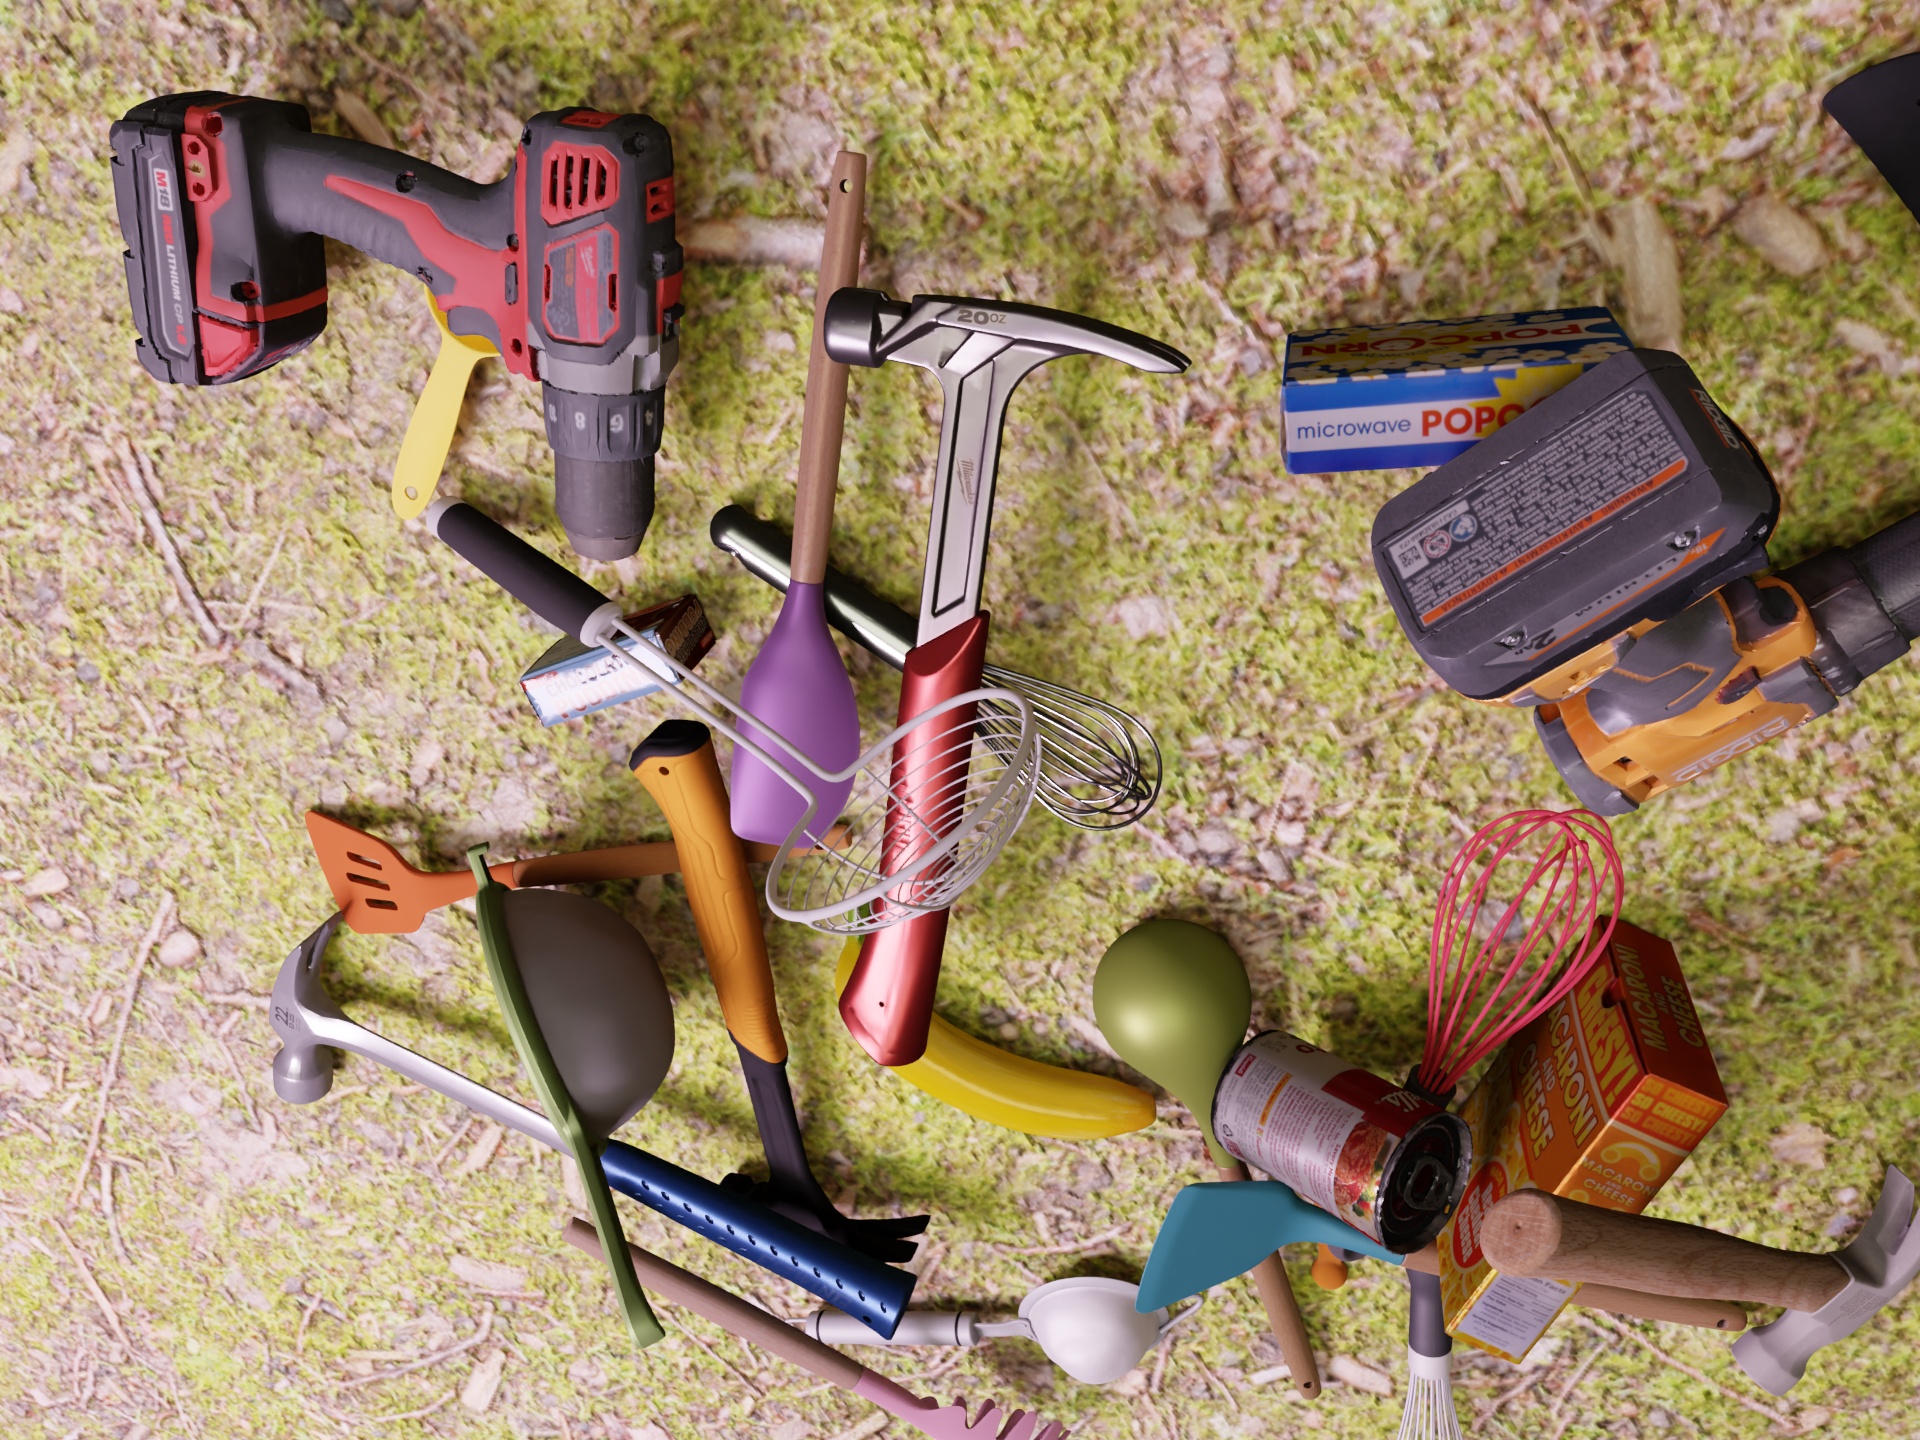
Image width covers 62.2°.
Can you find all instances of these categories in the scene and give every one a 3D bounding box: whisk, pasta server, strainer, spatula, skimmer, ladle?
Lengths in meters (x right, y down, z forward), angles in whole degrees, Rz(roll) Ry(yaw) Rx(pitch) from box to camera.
[{"bbox_3d":[-0.013,-0.029,0.745,0.246,0.058,0.059,34,84,0],"label":"whisk"},{"bbox_3d":[-0.078,0.349,0.892,0.316,0.040,0.060,32,155,-12],"label":"pasta server"},{"bbox_3d":[-0.165,0.175,0.774,0.069,0.257,0.151,-23,140,-10],"label":"strainer"},{"bbox_3d":[-0.064,-0.087,0.709,0.060,0.018,0.315,8,109,2],"label":"spatula"},{"bbox_3d":[0.253,0.368,0.858,0.070,0.070,0.284,0,109,14],"label":"whisk"},{"bbox_3d":[-0.211,0.075,0.854,0.322,0.041,0.081,-7,113,13],"label":"spatula"},{"bbox_3d":[0.012,0.355,0.921,0.258,0.050,0.086,-8,127,21],"label":"strainer"},{"bbox_3d":[-0.121,-0.030,0.676,0.363,0.127,0.090,33,157,27],"label":"skimmer"},{"bbox_3d":[0.232,0.158,0.759,0.073,0.073,0.295,18,122,5],"label":"whisk"},{"bbox_3d":[0.144,0.240,0.836,0.078,0.062,0.320,-20,117,4],"label":"ladle"},{"bbox_3d":[0.244,0.276,0.786,0.317,0.044,0.082,12,114,-6],"label":"spatula"}]

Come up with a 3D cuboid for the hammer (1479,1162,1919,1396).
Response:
[{"bbox_3d":[0.326,0.233,0.684,0.331,0.031,0.130,22,113,-38],"label":"hammer"}]

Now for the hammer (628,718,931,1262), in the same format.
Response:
[{"bbox_3d":[-0.104,0.151,0.832,0.127,0.034,0.336,2,120,22],"label":"hammer"}]

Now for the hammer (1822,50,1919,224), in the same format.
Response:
[{"bbox_3d":[0.435,-0.063,0.559,0.149,0.036,0.409,-35,87,19],"label":"hammer"}]

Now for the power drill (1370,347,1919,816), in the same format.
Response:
[{"bbox_3d":[0.276,-0.049,0.585,0.185,0.084,0.226,-34,144,27],"label":"power drill"}]

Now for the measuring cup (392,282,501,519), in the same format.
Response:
[{"bbox_3d":[-0.234,-0.161,0.746,0.062,0.029,0.156,32,121,-2],"label":"measuring cup"}]

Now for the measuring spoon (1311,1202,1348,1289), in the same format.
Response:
[{"bbox_3d":[0.196,0.257,0.841,0.021,0.011,0.116,2,115,13],"label":"measuring spoon"}]

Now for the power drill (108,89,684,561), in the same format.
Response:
[{"bbox_3d":[-0.229,-0.171,0.681,0.227,0.080,0.187,9,117,7],"label":"power drill"}]

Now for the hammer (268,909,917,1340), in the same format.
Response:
[{"bbox_3d":[-0.213,0.235,0.889,0.405,0.035,0.144,23,126,10],"label":"hammer"}]

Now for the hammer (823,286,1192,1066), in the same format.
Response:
[{"bbox_3d":[-0.001,-0.002,0.705,0.149,0.037,0.359,12,113,12],"label":"hammer"}]
